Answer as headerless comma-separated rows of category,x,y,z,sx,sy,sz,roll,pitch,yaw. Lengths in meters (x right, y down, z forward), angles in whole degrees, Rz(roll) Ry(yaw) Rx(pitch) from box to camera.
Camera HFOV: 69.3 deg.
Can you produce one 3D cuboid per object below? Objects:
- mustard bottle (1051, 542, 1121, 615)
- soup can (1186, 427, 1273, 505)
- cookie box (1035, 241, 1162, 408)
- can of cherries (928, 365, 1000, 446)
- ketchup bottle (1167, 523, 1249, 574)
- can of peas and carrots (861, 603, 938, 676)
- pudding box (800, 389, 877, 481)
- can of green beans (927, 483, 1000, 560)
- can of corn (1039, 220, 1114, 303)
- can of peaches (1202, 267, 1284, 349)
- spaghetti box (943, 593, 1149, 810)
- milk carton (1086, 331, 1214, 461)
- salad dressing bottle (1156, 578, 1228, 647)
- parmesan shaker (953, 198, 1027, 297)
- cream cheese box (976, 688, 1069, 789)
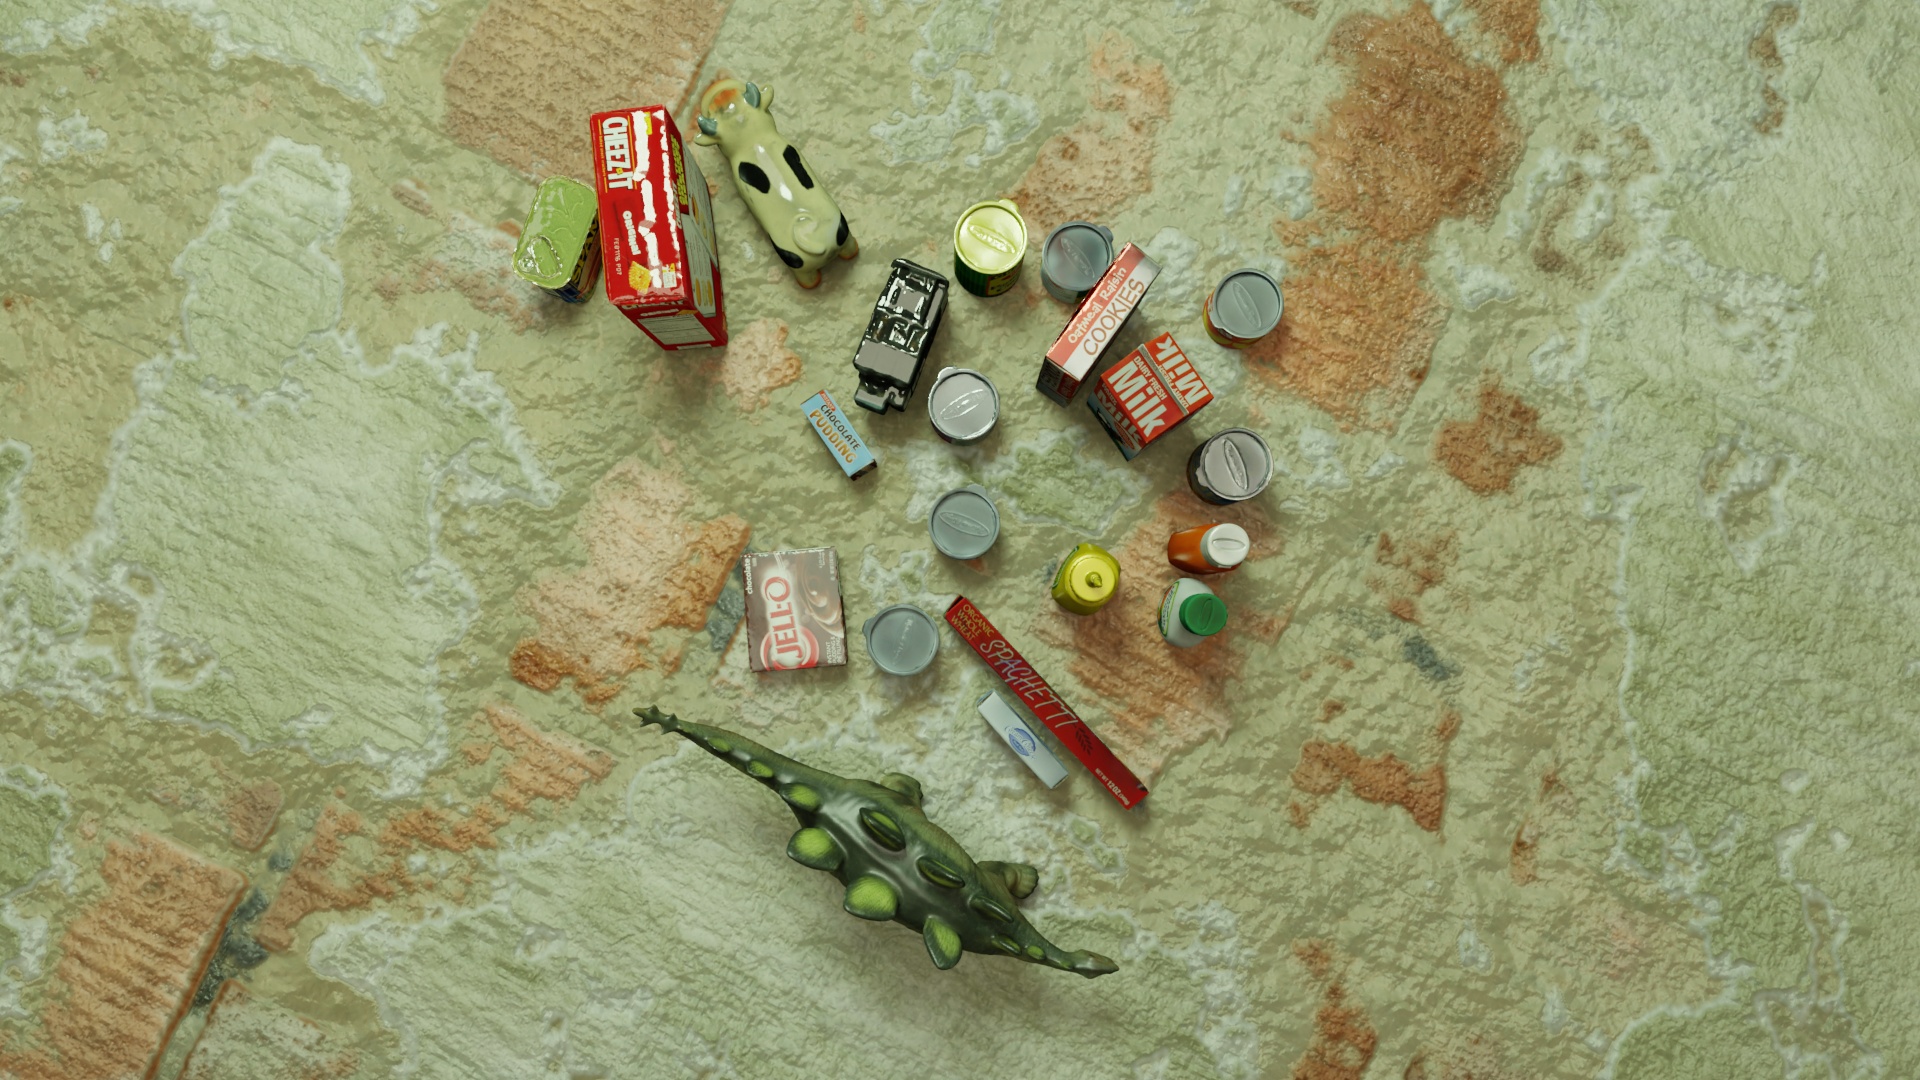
mustard bottle,0.114,0.034,1.239,0.049,0.160,0.065,30,88,1
soup can,0.245,-0.066,1.284,0.071,0.084,0.071,0,87,0
cookie box,0.120,-0.190,1.248,0.040,0.167,0.123,35,88,1
can of cherries,0.003,-0.126,1.299,0.071,0.058,0.071,0,87,0
ketchup bottle,0.227,0.008,1.247,0.065,0.149,0.043,6,87,0
can of peas and carrots,-0.055,0.090,1.286,0.071,0.058,0.071,0,87,0
pudding box,-0.113,-0.098,1.301,0.030,0.049,0.083,-35,88,-2
can of green beans,0.003,-0.014,1.293,0.071,0.058,0.071,0,87,0
can of corn,0.111,-0.262,1.307,0.071,0.058,0.071,0,87,0
can of peaches,0.262,-0.216,1.305,0.071,0.058,0.071,0,87,0
spaghetti box,0.077,0.148,1.288,0.029,0.050,0.250,-44,88,-2
milk carton,0.168,-0.128,1.233,0.073,0.190,0.072,-34,88,-1
salad dressing bottle,0.208,0.065,1.244,0.044,0.147,0.064,15,88,1
parmesan shaker,0.028,-0.269,1.285,0.071,0.103,0.071,0,87,0
cream cheese box,0.056,0.182,1.284,0.024,0.053,0.104,-42,88,-2
